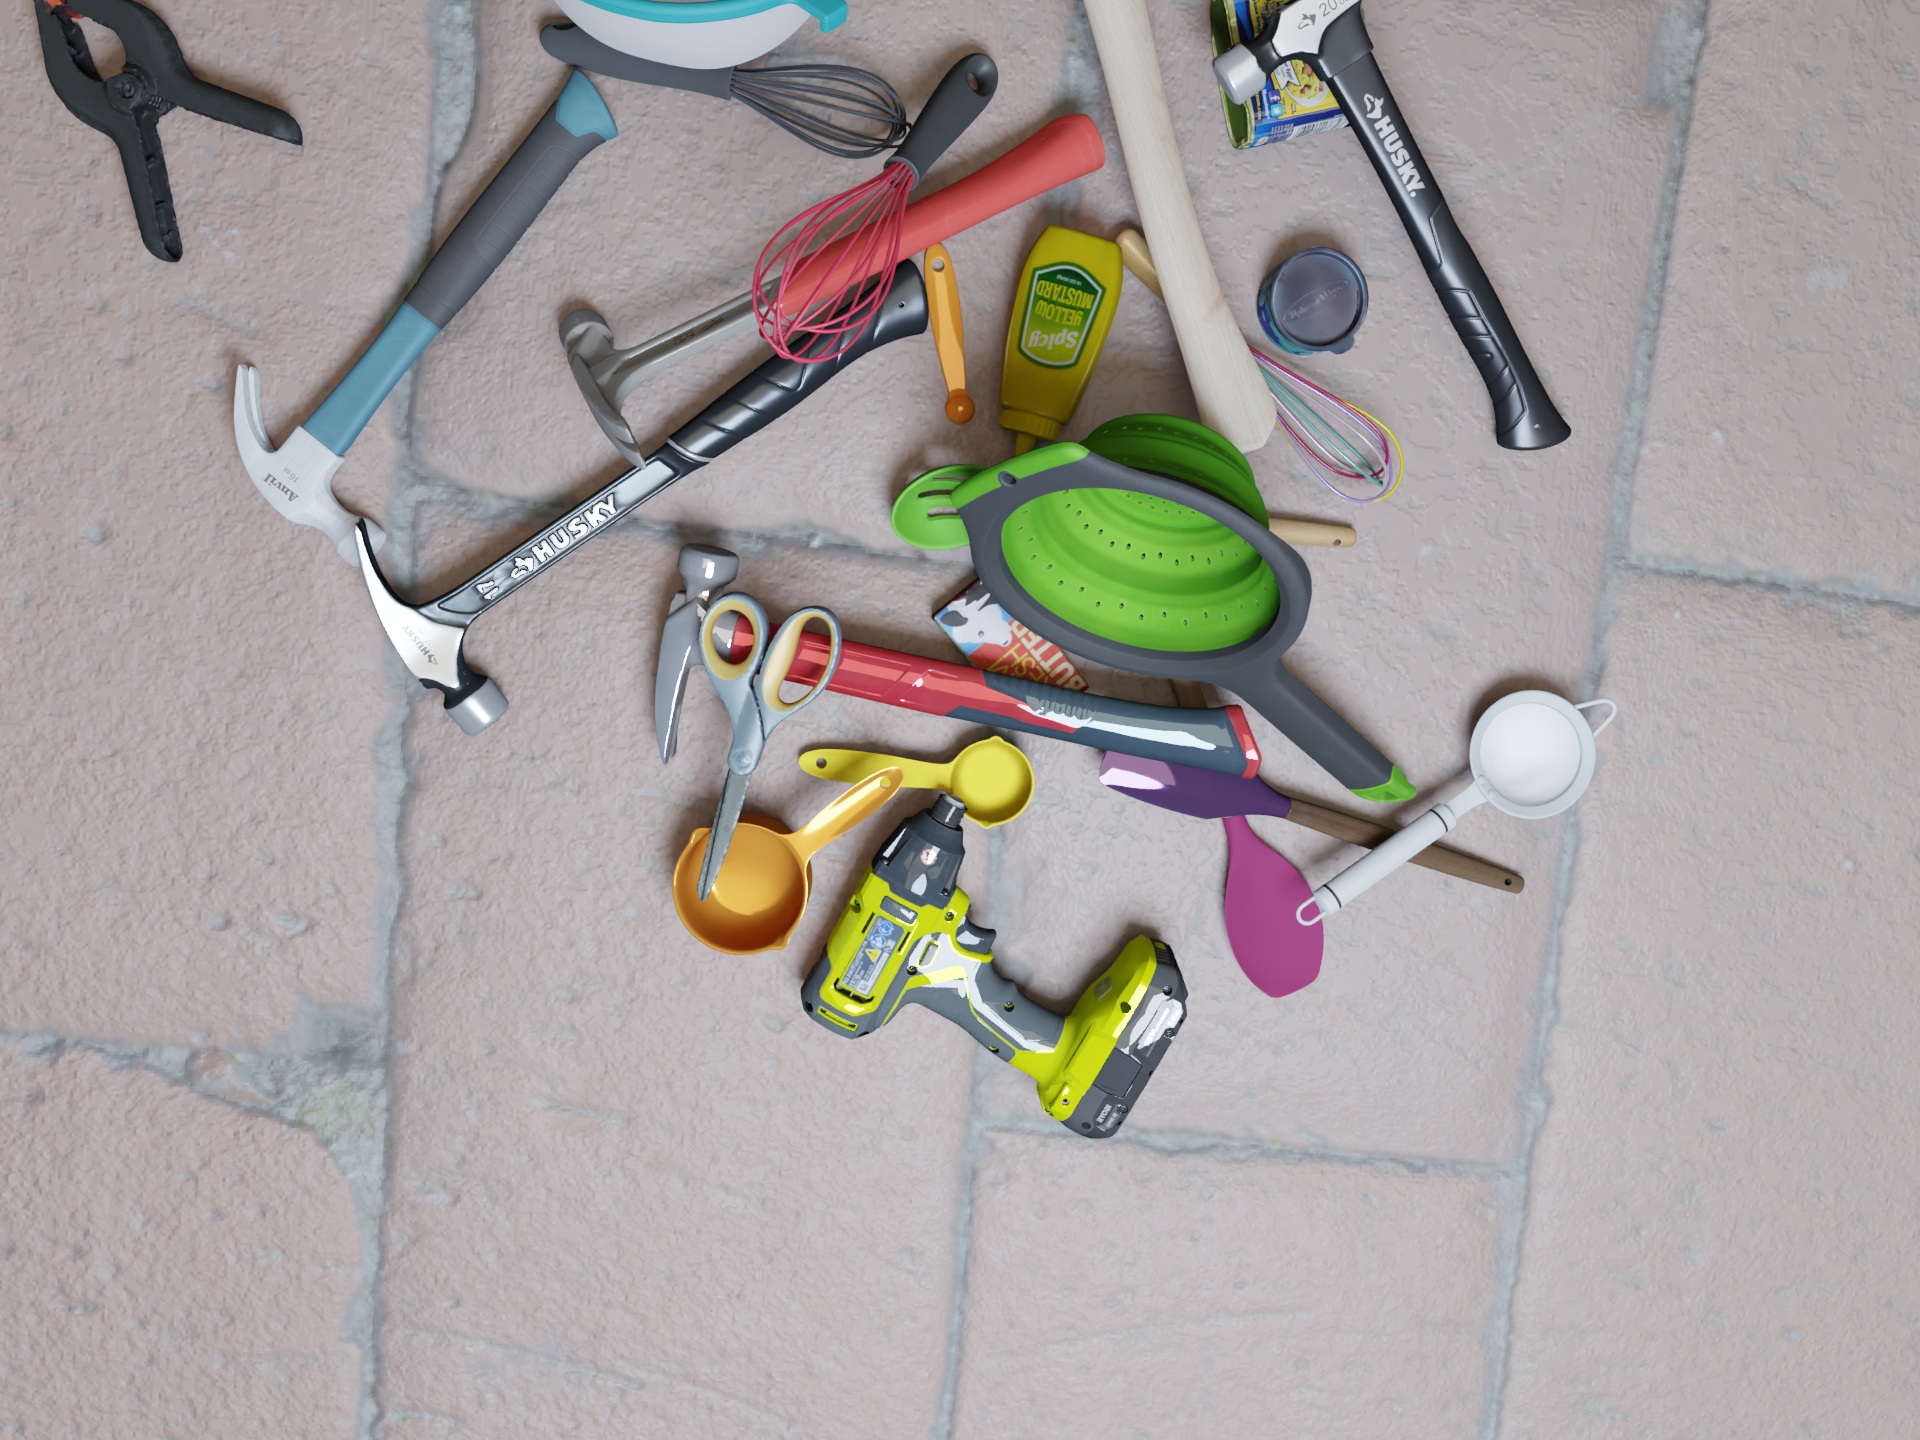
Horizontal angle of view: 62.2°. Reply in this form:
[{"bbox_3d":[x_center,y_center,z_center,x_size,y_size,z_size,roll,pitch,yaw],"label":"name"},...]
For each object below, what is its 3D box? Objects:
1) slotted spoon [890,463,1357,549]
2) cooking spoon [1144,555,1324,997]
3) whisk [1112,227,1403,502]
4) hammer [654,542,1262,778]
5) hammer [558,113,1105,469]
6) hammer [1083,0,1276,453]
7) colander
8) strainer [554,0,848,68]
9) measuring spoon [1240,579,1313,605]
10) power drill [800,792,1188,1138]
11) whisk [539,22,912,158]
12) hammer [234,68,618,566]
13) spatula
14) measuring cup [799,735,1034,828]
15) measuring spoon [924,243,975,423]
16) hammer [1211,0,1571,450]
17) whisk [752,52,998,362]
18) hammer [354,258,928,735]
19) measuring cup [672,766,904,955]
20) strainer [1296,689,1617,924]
[{"bbox_3d":[0.110,-0.132,1.045,0.313,0.031,0.070,4,136,-9],"label":"slotted spoon"},{"bbox_3d":[0.176,0.039,1.078,0.069,0.017,0.319,-22,98,-10],"label":"cooking spoon"},{"bbox_3d":[0.194,-0.234,1.036,0.245,0.051,0.047,42,126,-3],"label":"whisk"},{"bbox_3d":[-0.002,-0.003,1.018,0.386,0.038,0.143,13,104,0],"label":"hammer"},{"bbox_3d":[-0.069,-0.277,0.978,0.359,0.149,0.036,-28,137,-7],"label":"hammer"},{"bbox_3d":[0.107,-0.360,0.978,0.146,0.038,0.410,-18,94,-22],"label":"hammer"},{"bbox_3d":[0.172,-0.076,1.001,0.396,0.204,0.095,36,59,-31],"label":"colander"},{"bbox_3d":[-0.225,-0.457,0.936,0.340,0.095,0.211,1,64,-3],"label":"strainer"},{"bbox_3d":[0.173,-0.085,1.058,0.124,0.018,0.034,-4,103,-10],"label":"measuring spoon"},{"bbox_3d":[0.029,0.163,1.047,0.223,0.080,0.171,28,101,-5],"label":"power drill"},{"bbox_3d":[-0.144,-0.395,0.987,0.239,0.055,0.055,13,96,-2],"label":"whisk"},{"bbox_3d":[-0.326,-0.263,0.994,0.128,0.033,0.331,39,92,-9],"label":"hammer"},{"bbox_3d":[0.243,0.064,1.074,0.315,0.018,0.060,19,91,-11],"label":"spatula"},{"bbox_3d":[-0.029,0.034,1.060,0.156,0.029,0.062,6,95,2],"label":"measuring cup"},{"bbox_3d":[-0.008,-0.251,1.031,0.021,0.011,0.117,-9,97,-4],"label":"measuring spoon"},{"bbox_3d":[0.303,-0.311,1.001,0.146,0.035,0.334,-32,112,11],"label":"hammer"},{"bbox_3d":[-0.043,-0.310,0.935,0.073,0.073,0.296,34,57,-8],"label":"whisk"},{"bbox_3d":[-0.191,-0.164,1.007,0.409,0.036,0.149,-36,111,-2],"label":"hammer"},{"bbox_3d":[-0.106,0.080,1.037,0.173,0.052,0.095,-36,95,4],"label":"measuring cup"},{"bbox_3d":[0.327,0.060,1.066,0.258,0.050,0.087,-33,92,-9],"label":"strainer"}]
